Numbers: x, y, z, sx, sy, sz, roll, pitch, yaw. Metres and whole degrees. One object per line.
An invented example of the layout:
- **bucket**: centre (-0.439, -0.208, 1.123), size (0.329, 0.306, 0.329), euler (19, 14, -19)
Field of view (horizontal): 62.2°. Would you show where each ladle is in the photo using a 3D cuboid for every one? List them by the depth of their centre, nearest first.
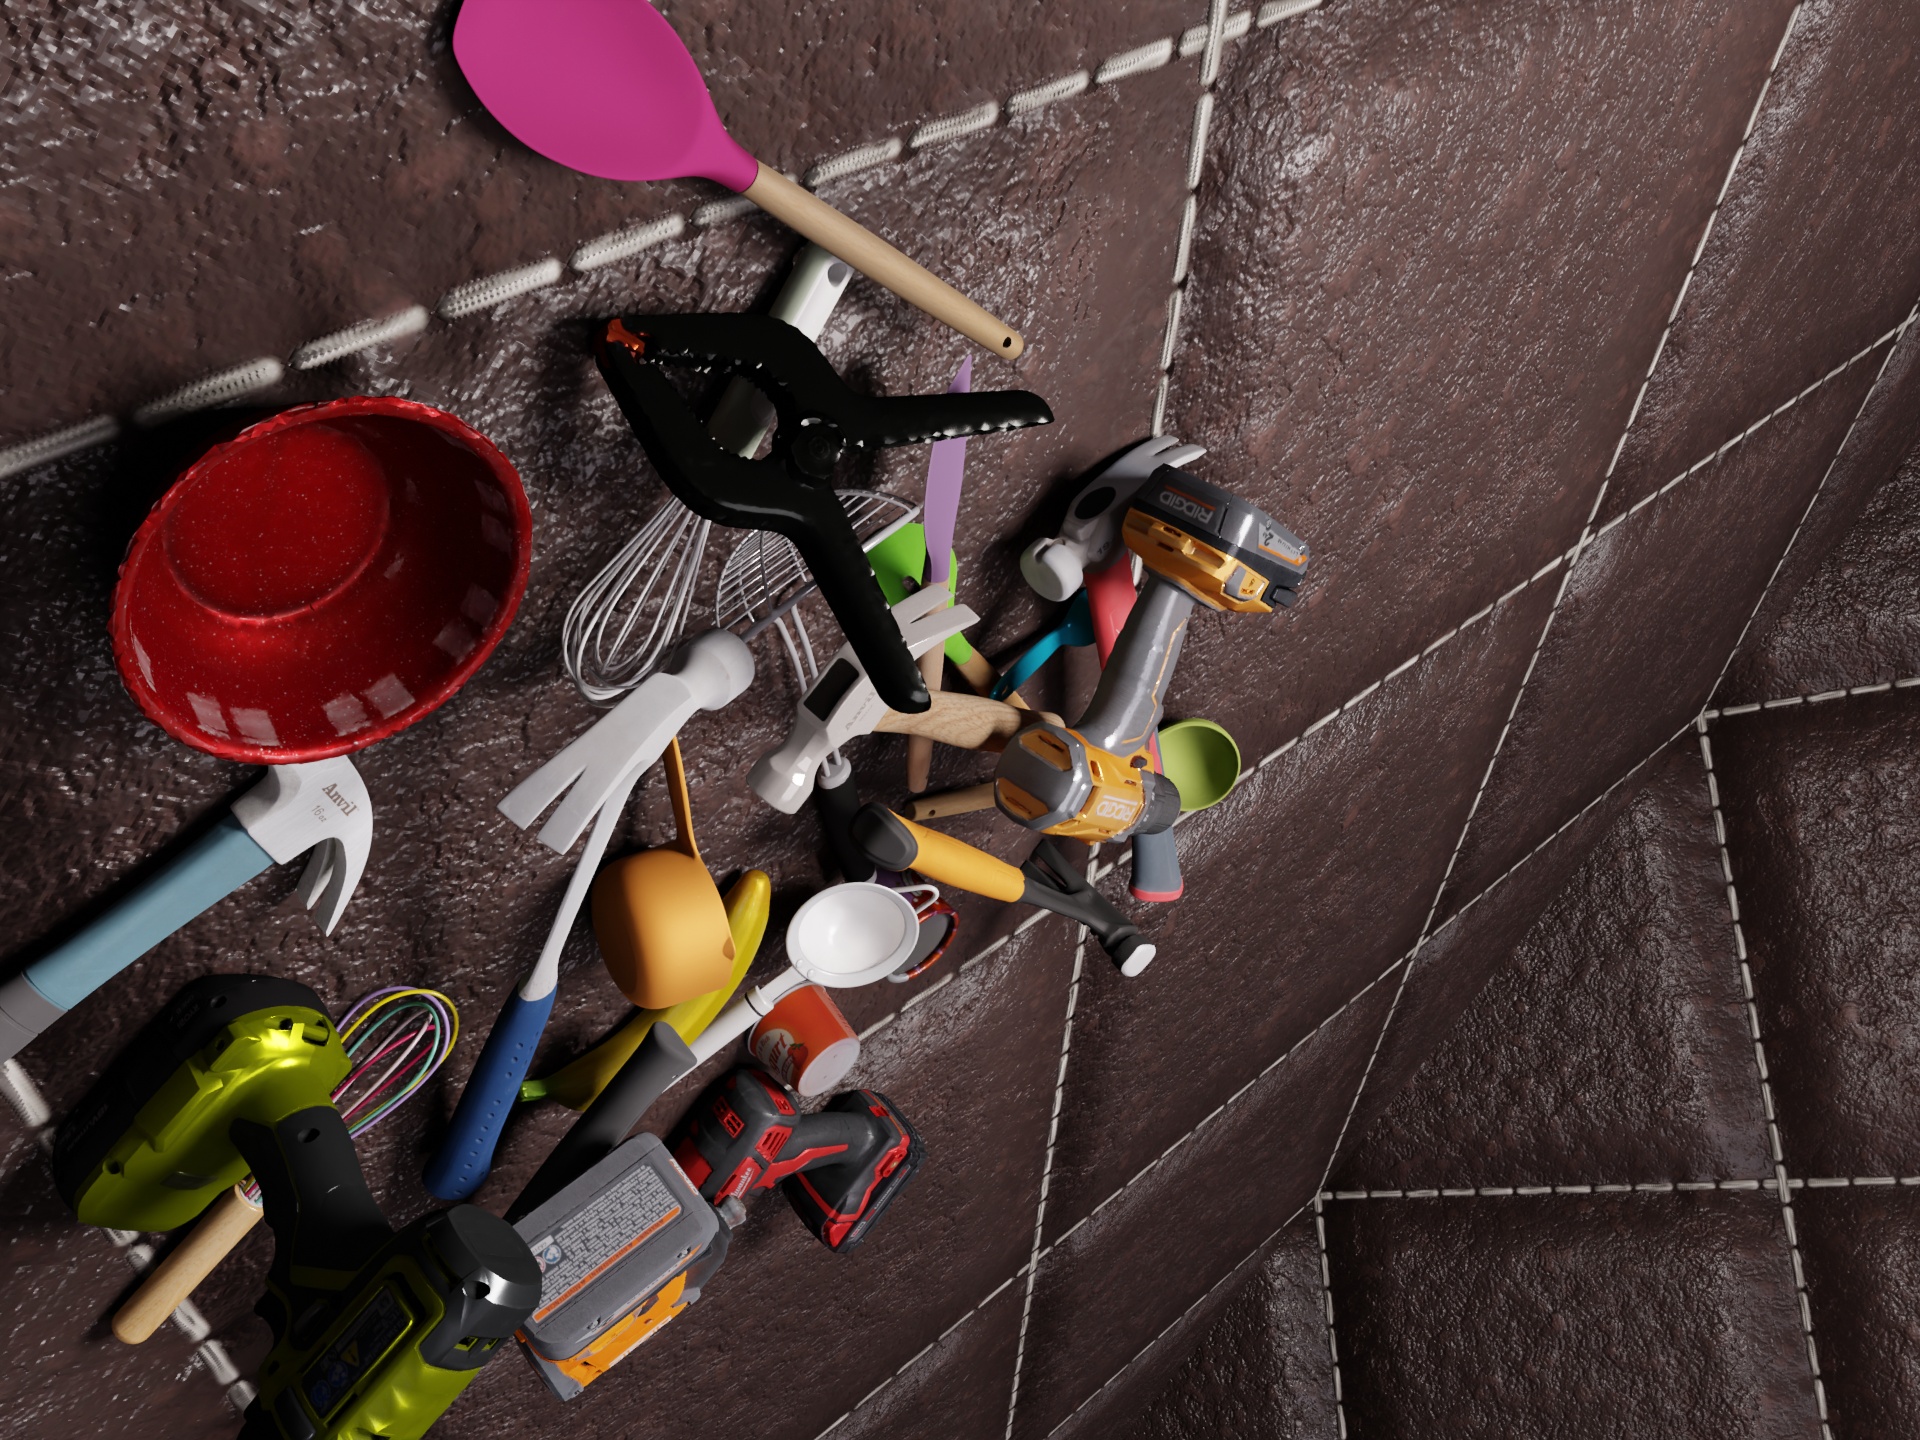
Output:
- **ladle**: centre (0.089, 0.048, 1.160), size (0.320, 0.062, 0.078), euler (-9, 124, -43)

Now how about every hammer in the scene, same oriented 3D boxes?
- **hammer**: centre (-0.391, 0.119, 0.656), size (0.331, 0.033, 0.128), euler (-39, 147, -15)
- **hammer**: centre (-0.216, 0.129, 0.803), size (0.144, 0.035, 0.405), euler (-47, 171, -52)
- **hammer**: centre (-0.001, -0.003, 0.911), size (0.130, 0.031, 0.331), euler (-53, 161, 10)
- **hammer**: centre (-0.269, 0.305, 0.959), size (0.334, 0.035, 0.146), euler (-50, 157, 15)
- **hammer**: centre (0.021, 0.101, 1.065), size (0.034, 0.127, 0.336), euler (-51, 148, 7)
- **hammer**: centre (0.129, -0.011, 1.094), size (0.143, 0.038, 0.385), euler (-43, 142, -24)

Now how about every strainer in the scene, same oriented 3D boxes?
- **strainer**: centre (-0.125, 0.174, 1.027), size (0.258, 0.050, 0.086), euler (-38, 123, 2)

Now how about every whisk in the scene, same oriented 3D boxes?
- **whisk**: centre (-0.115, -0.114, 0.735), size (0.057, 0.059, 0.246), euler (19, 104, -56)
- **whisk**: centre (-0.349, 0.233, 0.825), size (0.245, 0.051, 0.047), euler (-47, 155, 2)

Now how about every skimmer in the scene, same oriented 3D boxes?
- **skimmer**: centre (-0.062, 0.010, 0.891), size (0.127, 0.090, 0.362), euler (-40, 148, -22)

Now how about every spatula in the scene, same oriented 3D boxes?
- **spatula**: centre (-0.016, -0.060, 0.874), size (0.315, 0.018, 0.060), euler (97, 14, -50)

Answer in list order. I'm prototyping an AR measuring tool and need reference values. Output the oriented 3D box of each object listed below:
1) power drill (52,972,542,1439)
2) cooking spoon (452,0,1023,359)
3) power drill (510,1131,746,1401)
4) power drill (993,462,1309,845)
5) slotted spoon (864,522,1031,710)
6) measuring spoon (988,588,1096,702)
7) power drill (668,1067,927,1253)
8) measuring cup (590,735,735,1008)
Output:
- **power drill**: centre (-0.305, 0.236, 0.705), size (0.171, 0.223, 0.080), euler (-48, 149, -2)
- **cooking spoon**: centre (-0.072, -0.217, 0.669), size (0.318, 0.017, 0.069), euler (19, 100, -49)
- **power drill**: centre (-0.201, 0.329, 0.973), size (0.164, 0.084, 0.226), euler (-34, 161, -23)
- **power drill**: centre (0.125, -0.025, 0.979), size (0.185, 0.084, 0.226), euler (17, 103, -58)
- **slotted spoon**: centre (0.011, -0.033, 1.001), size (0.070, 0.031, 0.313), euler (-49, 150, -3)
- **measuring spoon**: centre (0.062, -0.043, 1.031), size (0.129, 0.021, 0.042), euler (-42, 147, -37)
- **power drill**: centre (-0.133, 0.333, 1.176), size (0.143, 0.079, 0.219), euler (-53, 146, 6)
- **measuring cup**: centre (-0.170, 0.077, 0.859), size (0.052, 0.095, 0.173), euler (-19, 119, -30)
